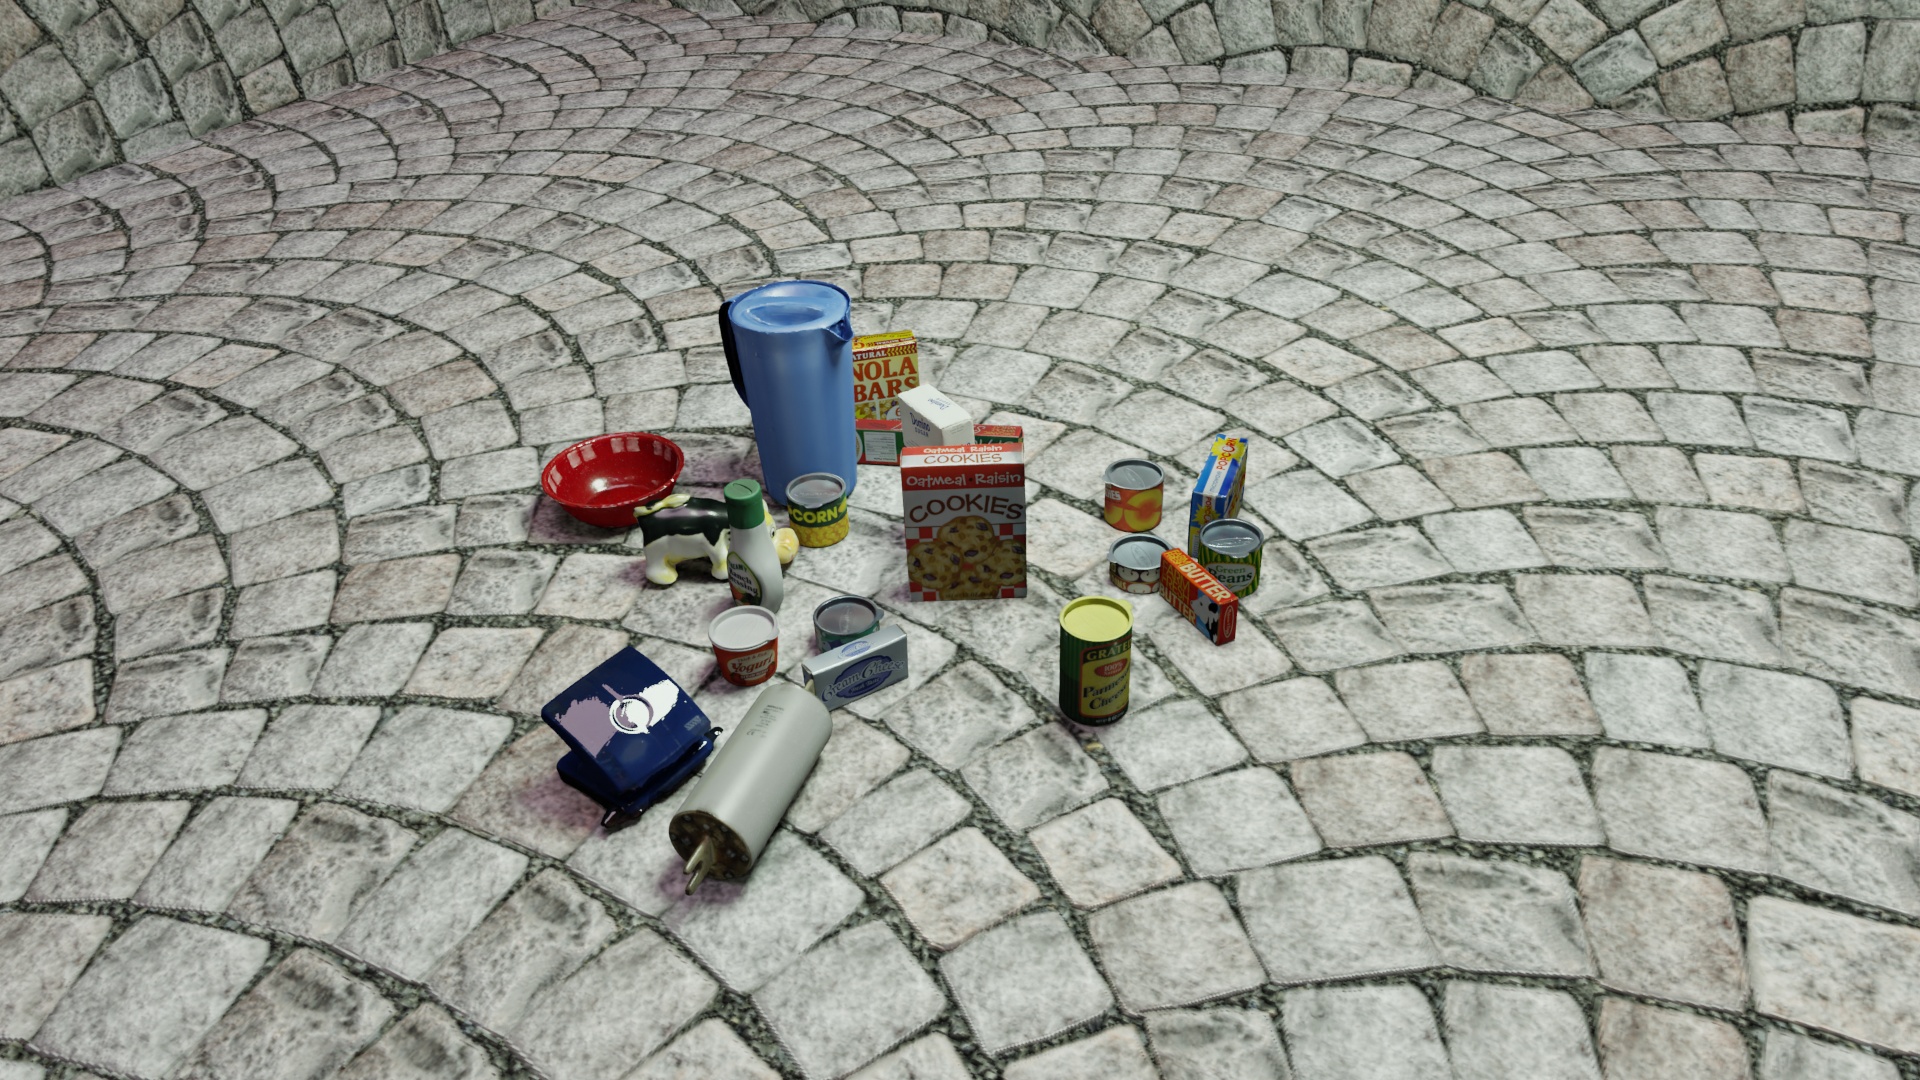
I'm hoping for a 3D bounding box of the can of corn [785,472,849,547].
[{"bbox_3d":[-0.158,-0.032,1.536,0.071,0.058,0.071,-2,34,1],"label":"can of corn"}]

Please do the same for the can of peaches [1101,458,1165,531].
[{"bbox_3d":[0.190,-0.050,1.540,0.071,0.057,0.071,-2,34,1],"label":"can of peaches"}]

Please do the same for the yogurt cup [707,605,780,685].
[{"bbox_3d":[-0.207,0.104,1.345,0.072,0.053,0.073,-2,34,1],"label":"yogurt cup"}]

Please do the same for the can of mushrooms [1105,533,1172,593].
[{"bbox_3d":[0.186,0.024,1.453,0.071,0.033,0.071,-2,34,1],"label":"can of mushrooms"}]

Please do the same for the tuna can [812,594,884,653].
[{"bbox_3d":[-0.110,0.086,1.383,0.071,0.032,0.071,-2,34,1],"label":"tuna can"}]

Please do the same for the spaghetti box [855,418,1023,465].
[{"bbox_3d":[-0.047,-0.115,1.656,0.250,0.050,0.029,3,35,8],"label":"spaghetti box"}]

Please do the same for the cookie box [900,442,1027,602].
[{"bbox_3d":[0.005,-0.018,1.408,0.123,0.166,0.040,-2,34,1],"label":"cookie box"}]

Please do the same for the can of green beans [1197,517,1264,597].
[{"bbox_3d":[0.278,0.019,1.434,0.071,0.057,0.071,-2,34,1],"label":"can of green beans"}]

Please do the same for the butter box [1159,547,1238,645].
[{"bbox_3d":[0.237,0.055,1.388,0.024,0.052,0.104,-18,37,-21],"label":"butter box"}]

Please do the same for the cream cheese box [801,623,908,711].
[{"bbox_3d":[-0.098,0.122,1.312,0.104,0.053,0.024,-21,38,-25],"label":"cream cheese box"}]

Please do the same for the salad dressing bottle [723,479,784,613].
[{"bbox_3d":[-0.211,0.009,1.402,0.064,0.146,0.044,26,43,35],"label":"salad dressing bottle"}]

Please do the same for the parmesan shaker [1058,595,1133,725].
[{"bbox_3d":[0.126,0.110,1.271,0.071,0.102,0.072,-2,34,1],"label":"parmesan shaker"}]

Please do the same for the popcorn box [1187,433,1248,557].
[{"bbox_3d":[0.280,-0.048,1.506,0.038,0.084,0.127,10,36,18],"label":"popcorn box"}]

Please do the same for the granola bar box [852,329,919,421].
[{"bbox_3d":[-0.133,-0.185,1.699,0.166,0.123,0.039,-10,35,-10],"label":"granola bar box"}]
